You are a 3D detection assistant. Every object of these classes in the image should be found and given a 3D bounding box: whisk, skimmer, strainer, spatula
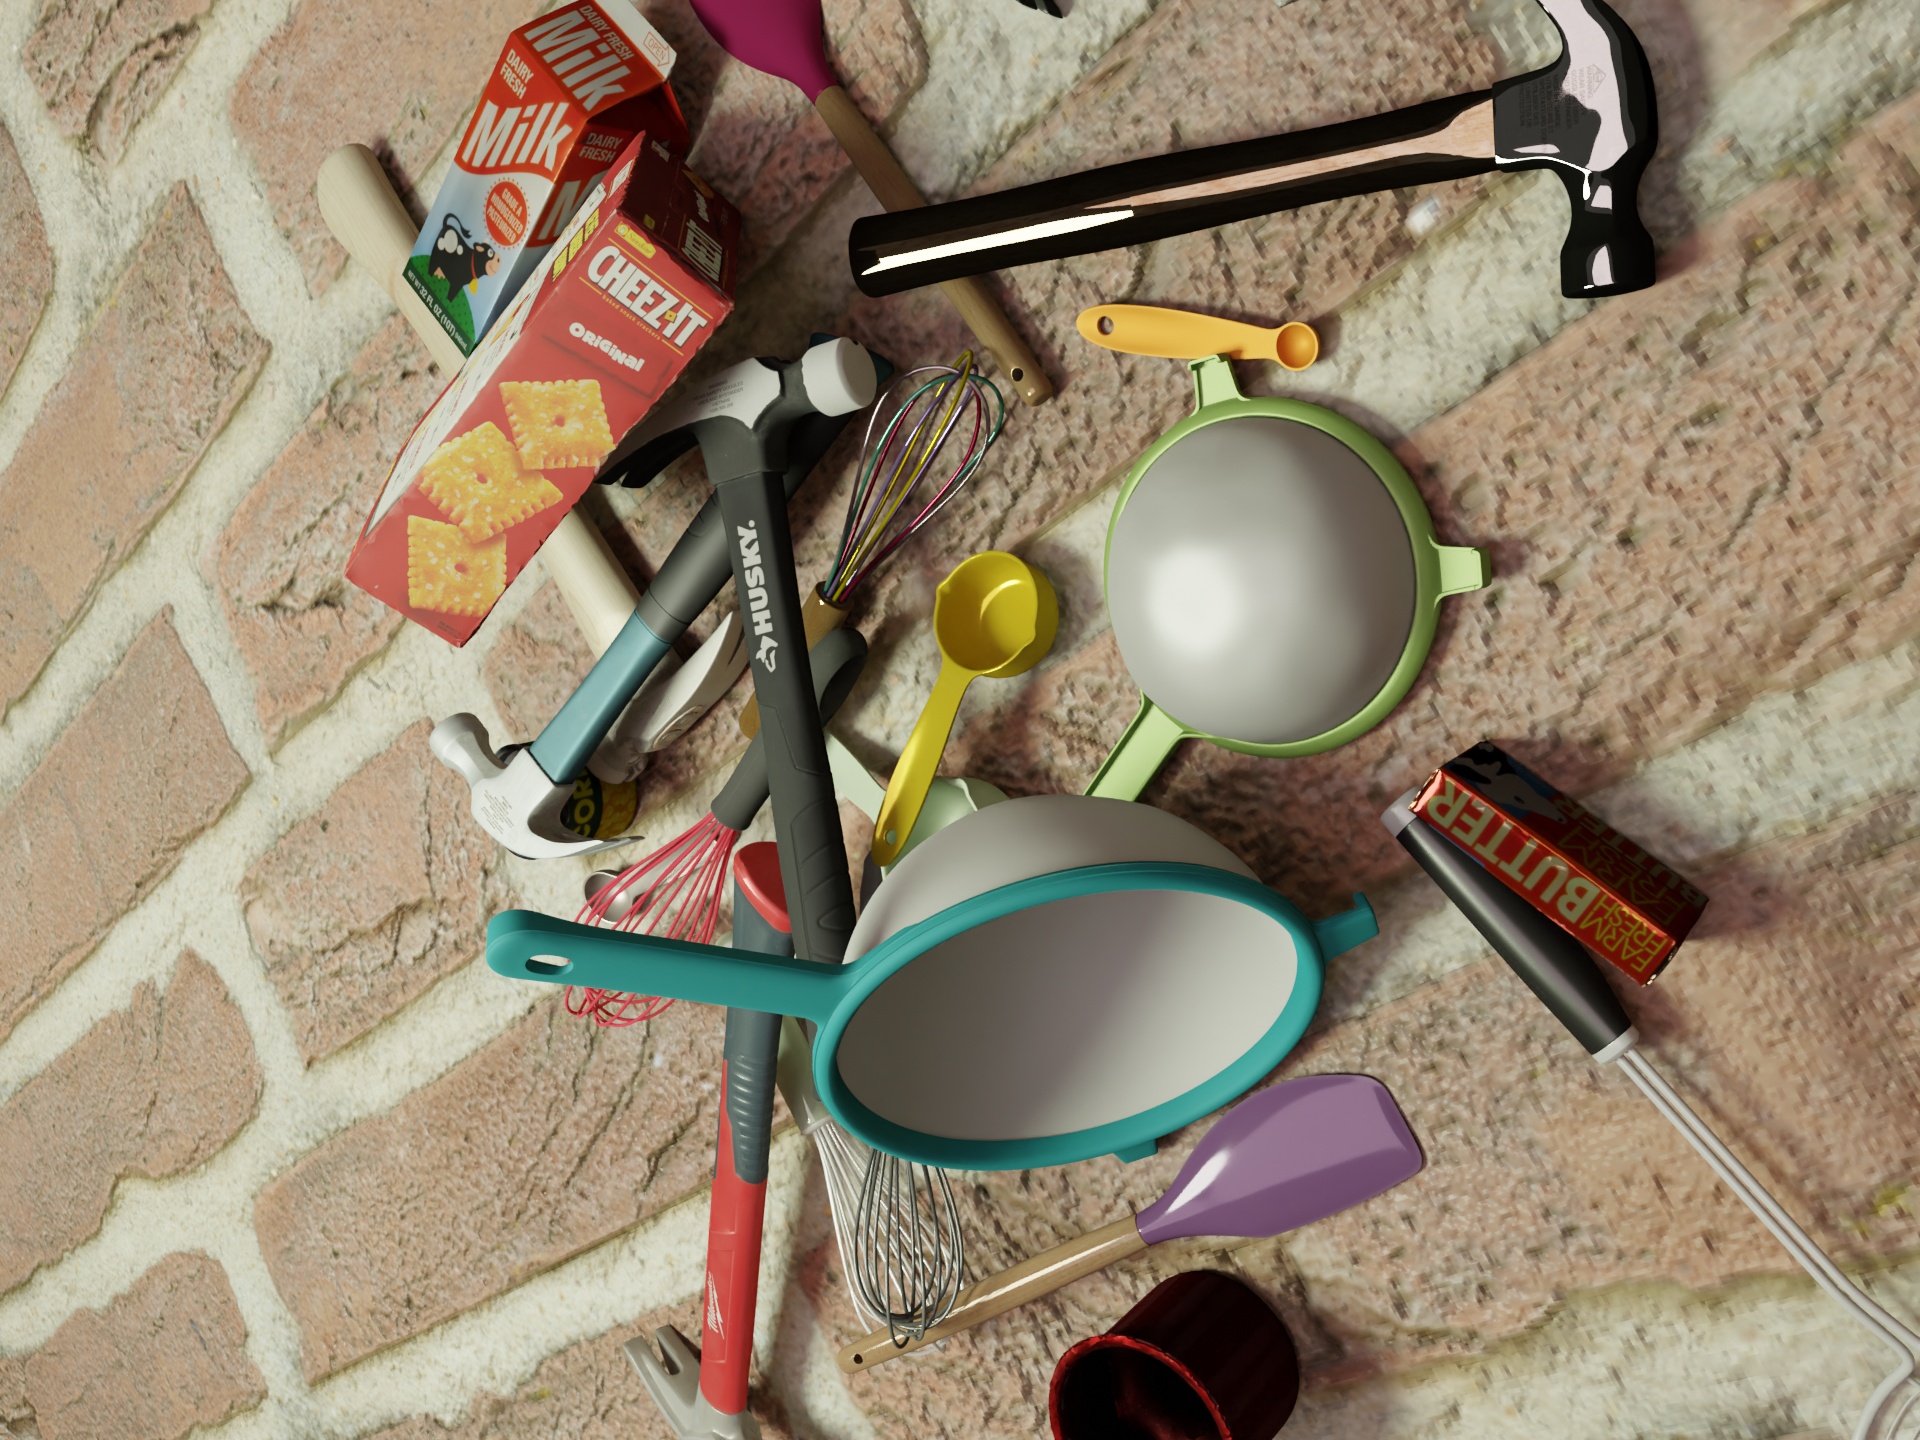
[{"bbox_3d":[-0.069,0.220,0.842,0.058,0.059,0.246,-30,75,-1],"label":"whisk"},{"bbox_3d":[-0.130,0.063,0.834,0.073,0.073,0.295,47,118,19],"label":"whisk"},{"bbox_3d":[-0.050,-0.078,0.773,0.245,0.051,0.047,-55,47,34],"label":"whisk"},{"bbox_3d":[0.260,0.180,0.565,0.363,0.090,0.127,52,155,19],"label":"skimmer"},{"bbox_3d":[-0.032,0.178,0.773,0.055,0.055,0.239,-15,72,37],"label":"whisk"},{"bbox_3d":[0.085,-0.013,0.664,0.152,0.069,0.256,43,121,20],"label":"strainer"},{"bbox_3d":[-0.018,0.084,0.643,0.211,0.340,0.095,-57,32,37],"label":"strainer"},{"bbox_3d":[0.063,0.242,0.734,0.316,0.018,0.060,-33,78,23],"label":"spatula"}]

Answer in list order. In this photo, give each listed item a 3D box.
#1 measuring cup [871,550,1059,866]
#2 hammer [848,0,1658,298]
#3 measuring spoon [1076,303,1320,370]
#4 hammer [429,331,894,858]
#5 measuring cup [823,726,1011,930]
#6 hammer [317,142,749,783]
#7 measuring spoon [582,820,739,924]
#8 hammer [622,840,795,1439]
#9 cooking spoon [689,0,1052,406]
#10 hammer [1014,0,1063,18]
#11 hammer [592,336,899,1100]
[{"bbox_3d":[-0.001,-0.002,0.733,0.062,0.029,0.156,30,101,36],"label":"measuring cup"},{"bbox_3d":[0.096,-0.213,0.630,0.331,0.031,0.130,-1,98,32],"label":"hammer"},{"bbox_3d":[0.098,-0.162,0.665,0.117,0.011,0.021,17,120,36],"label":"measuring spoon"},{"bbox_3d":[-0.147,-0.060,0.800,0.128,0.033,0.331,48,110,20],"label":"hammer"},{"bbox_3d":[-0.026,0.042,0.784,0.168,0.038,0.083,40,117,42],"label":"measuring cup"},{"bbox_3d":[-0.252,-0.171,0.898,0.146,0.038,0.411,-41,75,33],"label":"hammer"},{"bbox_3d":[-0.167,0.081,0.903,0.124,0.018,0.034,-29,98,29],"label":"measuring spoon"},{"bbox_3d":[-0.126,0.235,0.850,0.143,0.038,0.386,31,121,44],"label":"hammer"},{"bbox_3d":[-0.048,-0.272,0.741,0.068,0.017,0.319,-42,74,32],"label":"cooking spoon"},{"bbox_3d":[0.122,-0.410,0.581,0.337,0.034,0.127,-26,83,36],"label":"hammer"},{"bbox_3d":[-0.082,0.006,0.728,0.146,0.035,0.335,-11,87,29],"label":"hammer"}]
